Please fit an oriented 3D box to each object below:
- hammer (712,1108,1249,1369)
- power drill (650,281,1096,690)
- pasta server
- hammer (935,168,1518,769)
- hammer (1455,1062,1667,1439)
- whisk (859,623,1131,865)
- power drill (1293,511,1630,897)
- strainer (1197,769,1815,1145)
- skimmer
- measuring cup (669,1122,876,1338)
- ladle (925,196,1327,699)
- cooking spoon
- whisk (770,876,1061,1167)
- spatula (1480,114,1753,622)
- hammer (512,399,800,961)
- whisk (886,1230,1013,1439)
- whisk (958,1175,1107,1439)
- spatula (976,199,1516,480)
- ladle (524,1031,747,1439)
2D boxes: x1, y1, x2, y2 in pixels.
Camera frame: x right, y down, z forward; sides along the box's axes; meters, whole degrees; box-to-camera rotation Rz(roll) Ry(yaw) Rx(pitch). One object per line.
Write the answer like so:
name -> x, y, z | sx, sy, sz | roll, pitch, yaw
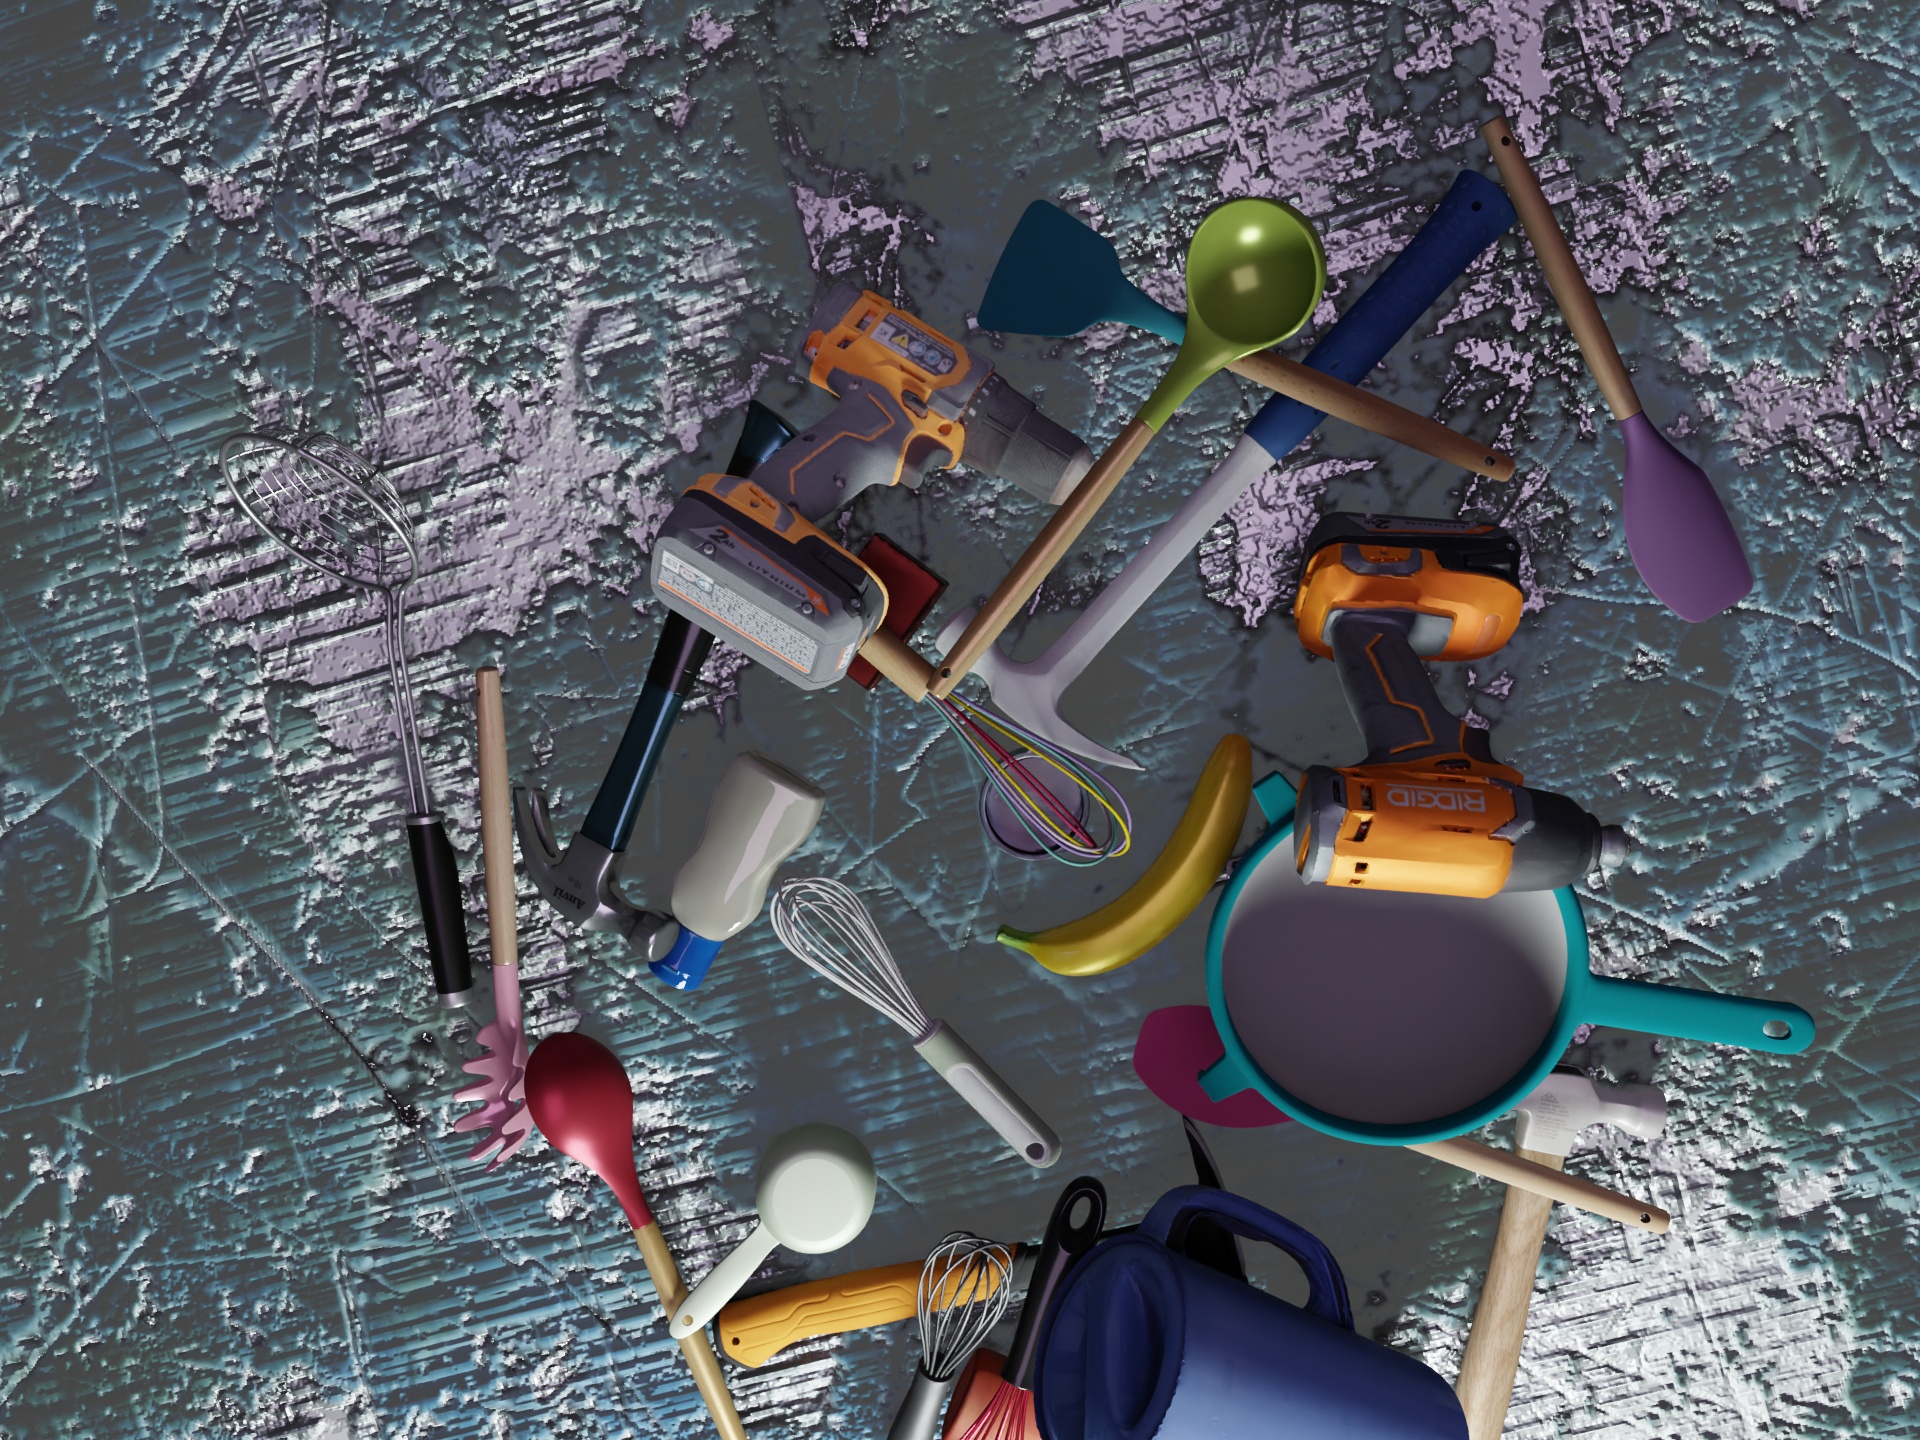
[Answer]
hammer -> 0.005, 0.342, 0.997 | 0.337, 0.034, 0.127 | -15, 96, 5
power drill -> -0.042, -0.125, 0.882 | 0.185, 0.084, 0.226 | 31, 60, 2
pasta server -> -0.286, 0.123, 0.969 | 0.060, 0.040, 0.316 | 15, 110, 42
hammer -> 0.170, -0.146, 0.922 | 0.144, 0.035, 0.405 | 44, 95, 11
hammer -> 0.330, 0.370, 0.981 | 0.130, 0.031, 0.331 | 11, 97, 2
whisk -> -0.002, -0.002, 0.904 | 0.245, 0.047, 0.051 | 40, 84, 2
power drill -> 0.260, -0.005, 0.853 | 0.164, 0.227, 0.084 | 5, 141, 3
strainer -> 0.308, 0.141, 0.926 | 0.340, 0.095, 0.211 | 9, 99, 1
skimmer -> -0.358, 0.007, 0.955 | 0.127, 0.090, 0.363 | -1, 101, 37
measuring cup -> -0.122, 0.325, 0.988 | 0.083, 0.038, 0.167 | 44, 86, -2
ladle -> 0.081, -0.141, 0.855 | 0.078, 0.062, 0.320 | 39, 94, 15
cooking spoon -> 0.258, 0.244, 0.951 | 0.319, 0.017, 0.069 | 17, 86, 14
whisk -> -0.025, 0.186, 0.976 | 0.058, 0.059, 0.246 | -41, 97, 19
spatula -> 0.368, -0.196, 0.904 | 0.060, 0.018, 0.315 | -29, 102, 4
hammer -> -0.170, -0.032, 0.955 | 0.128, 0.033, 0.331 | 24, 93, 19
whisk -> -0.017, 0.397, 0.969 | 0.055, 0.055, 0.238 | 17, 119, 2
whisk -> 0.028, 0.414, 0.951 | 0.073, 0.073, 0.296 | 20, 87, 1
spatula -> 0.161, -0.204, 0.899 | 0.317, 0.044, 0.082 | 26, 94, 8
ladle -> -0.193, 0.341, 1.007 | 0.031, 0.069, 0.315 | -11, 104, 45
